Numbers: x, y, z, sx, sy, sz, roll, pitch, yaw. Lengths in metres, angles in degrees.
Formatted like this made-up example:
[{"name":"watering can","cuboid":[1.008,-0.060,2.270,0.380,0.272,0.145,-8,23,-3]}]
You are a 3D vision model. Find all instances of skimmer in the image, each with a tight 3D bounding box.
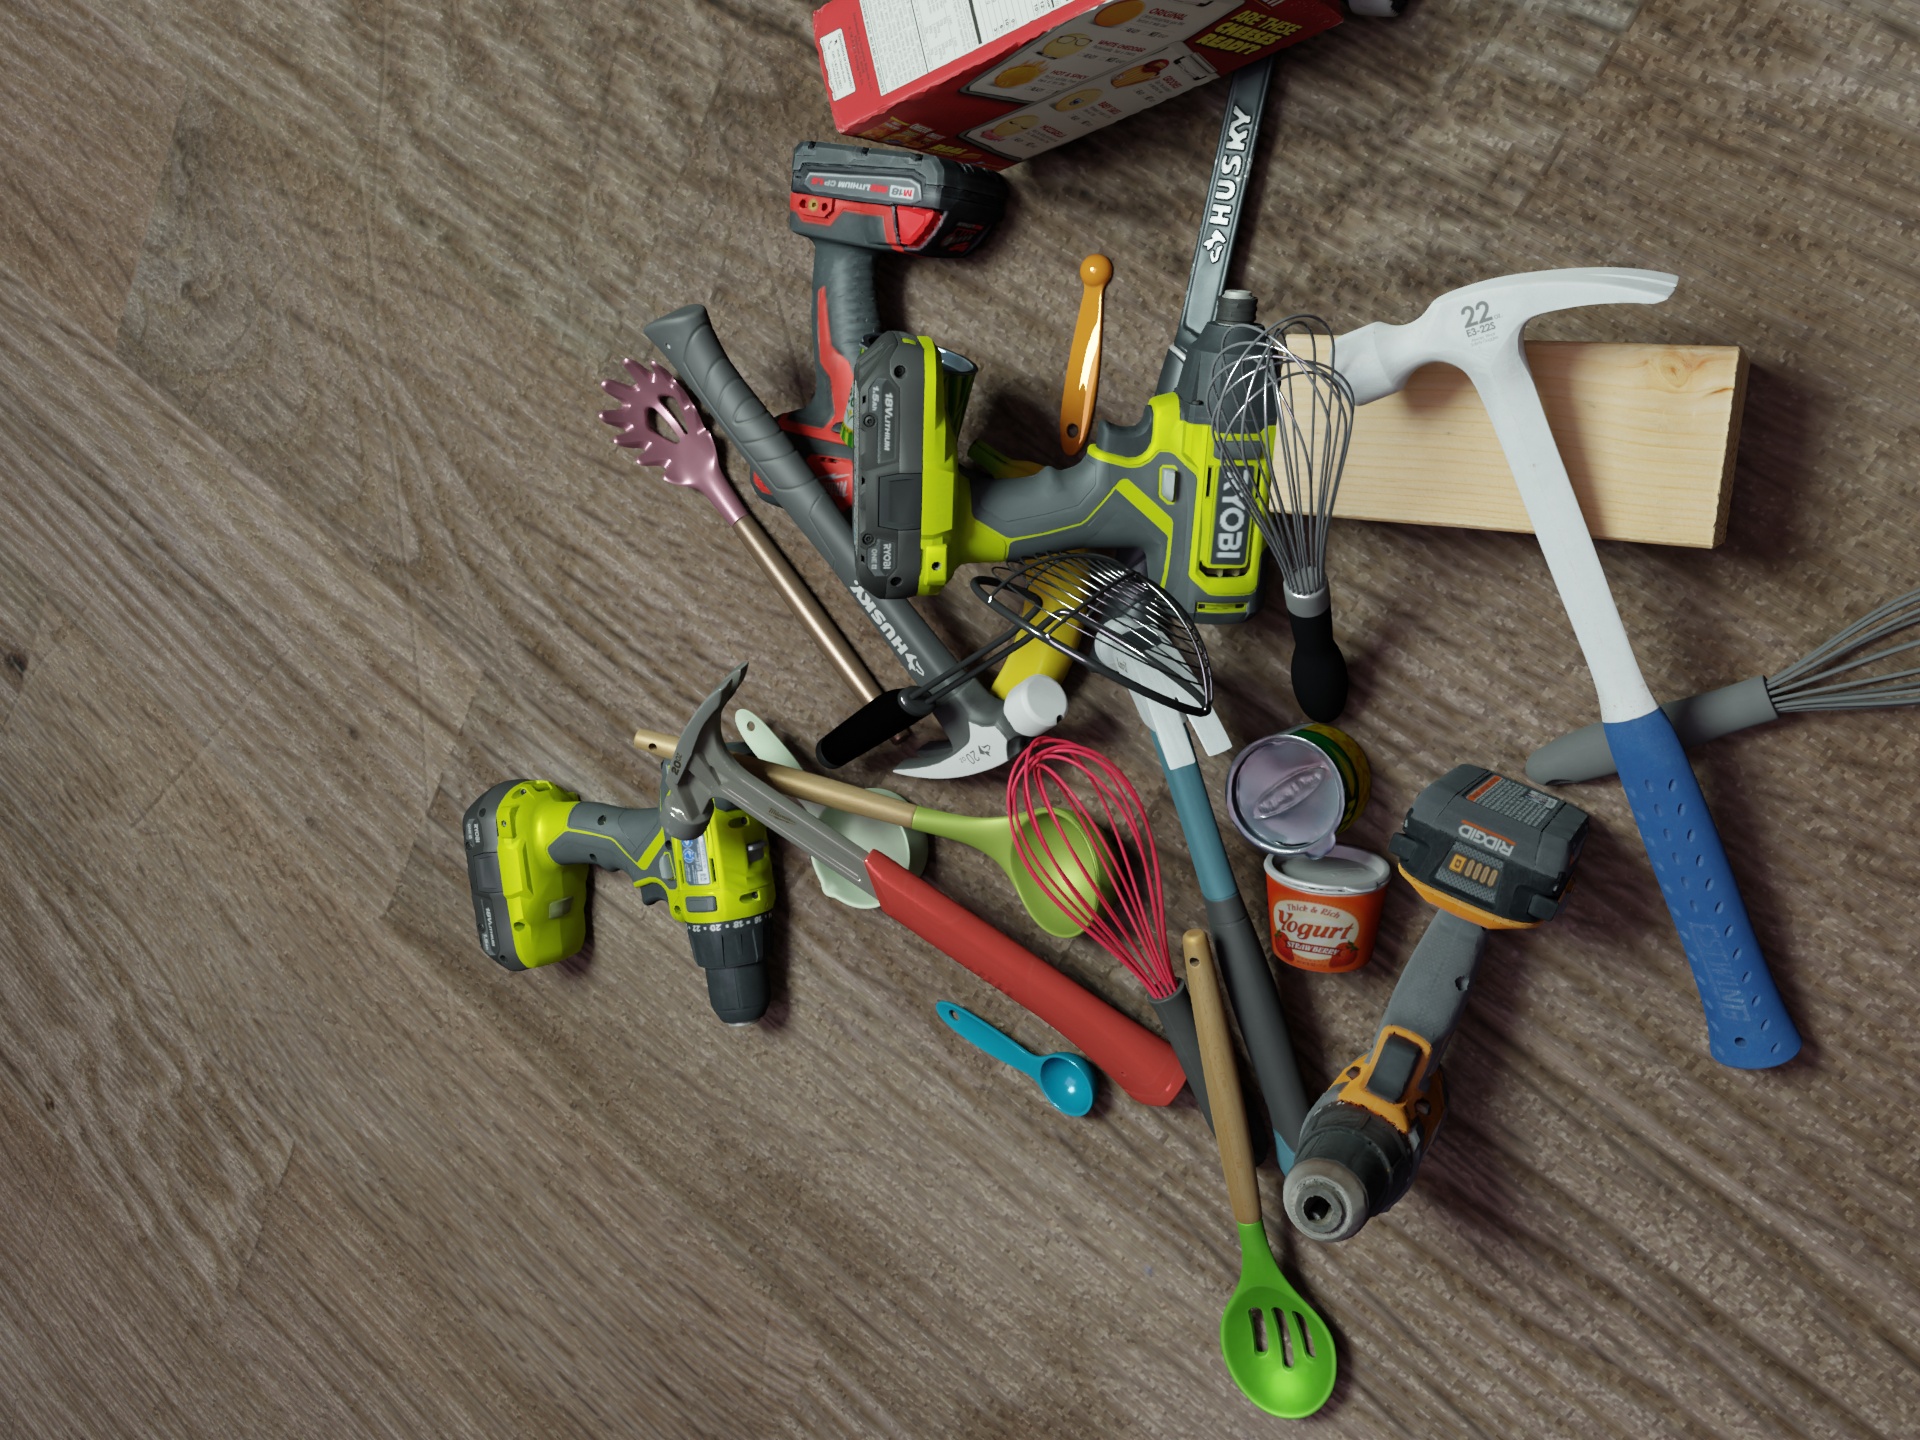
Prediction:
[{"name":"skimmer","cuboid":[-0.001,-0.003,0.852,0.363,0.127,0.090,-29,43,56]}]

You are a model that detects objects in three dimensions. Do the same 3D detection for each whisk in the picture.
[{"name":"whisk","cuboid":[0.108,0.136,0.895,0.073,0.073,0.295,-19,109,30]},{"name":"whisk","cuboid":[0.168,-0.085,0.779,0.070,0.284,0.070,-9,53,13]},{"name":"whisk","cuboid":[0.387,-0.010,0.763,0.239,0.055,0.055,-23,86,34]}]

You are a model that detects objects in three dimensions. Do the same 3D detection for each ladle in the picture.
[{"name":"ladle","cuboid":[-0.056,0.057,0.972,0.320,0.062,0.078,15,114,10]}]

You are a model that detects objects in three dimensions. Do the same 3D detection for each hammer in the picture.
[{"name":"hammer","cuboid":[0.147,0.106,0.877,0.033,0.128,0.331,-20,102,-3]},{"name":"hammer","cuboid":[-0.078,-0.107,0.949,0.335,0.035,0.146,53,144,-2]},{"name":"hammer","cuboid":[0.127,-0.220,0.887,0.149,0.036,0.409,19,106,27]},{"name":"hammer","cuboid":[0.312,-0.014,0.735,0.144,0.035,0.405,-15,108,38]},{"name":"hammer","cuboid":[-0.015,0.110,0.944,0.359,0.037,0.149,34,137,2]}]

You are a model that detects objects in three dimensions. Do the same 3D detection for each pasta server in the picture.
[{"name":"pasta server","cuboid":[-0.133,-0.111,1.048,0.060,0.040,0.316,-40,78,17]}]

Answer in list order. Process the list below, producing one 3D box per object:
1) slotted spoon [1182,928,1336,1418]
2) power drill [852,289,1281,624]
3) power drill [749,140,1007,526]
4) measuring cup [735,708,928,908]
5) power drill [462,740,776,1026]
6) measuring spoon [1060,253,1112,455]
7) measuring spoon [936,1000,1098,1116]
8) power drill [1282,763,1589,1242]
[{"name":"slotted spoon","cuboid":[0.161,0.259,0.901,0.070,0.031,0.313,-4,110,28]},{"name":"power drill","cuboid":[0.057,-0.139,0.833,0.223,0.080,0.171,-1,111,-7]},{"name":"power drill","cuboid":[-0.032,-0.219,0.955,0.188,0.080,0.226,17,108,27]},{"name":"measuring cup","cuboid":[-0.086,0.050,1.045,0.168,0.038,0.083,46,116,18]},{"name":"power drill","cuboid":[-0.230,0.118,1.115,0.228,0.080,0.190,-5,94,27]},{"name":"measuring spoon","cuboid":[0.071,-0.214,0.932,0.021,0.011,0.117,14,104,27]},{"name":"measuring spoon","cuboid":[0.038,0.207,1.011,0.129,0.021,0.042,26,124,34]},{"name":"power drill","cuboid":[0.229,0.145,0.796,0.084,0.185,0.226,25,105,23]}]
